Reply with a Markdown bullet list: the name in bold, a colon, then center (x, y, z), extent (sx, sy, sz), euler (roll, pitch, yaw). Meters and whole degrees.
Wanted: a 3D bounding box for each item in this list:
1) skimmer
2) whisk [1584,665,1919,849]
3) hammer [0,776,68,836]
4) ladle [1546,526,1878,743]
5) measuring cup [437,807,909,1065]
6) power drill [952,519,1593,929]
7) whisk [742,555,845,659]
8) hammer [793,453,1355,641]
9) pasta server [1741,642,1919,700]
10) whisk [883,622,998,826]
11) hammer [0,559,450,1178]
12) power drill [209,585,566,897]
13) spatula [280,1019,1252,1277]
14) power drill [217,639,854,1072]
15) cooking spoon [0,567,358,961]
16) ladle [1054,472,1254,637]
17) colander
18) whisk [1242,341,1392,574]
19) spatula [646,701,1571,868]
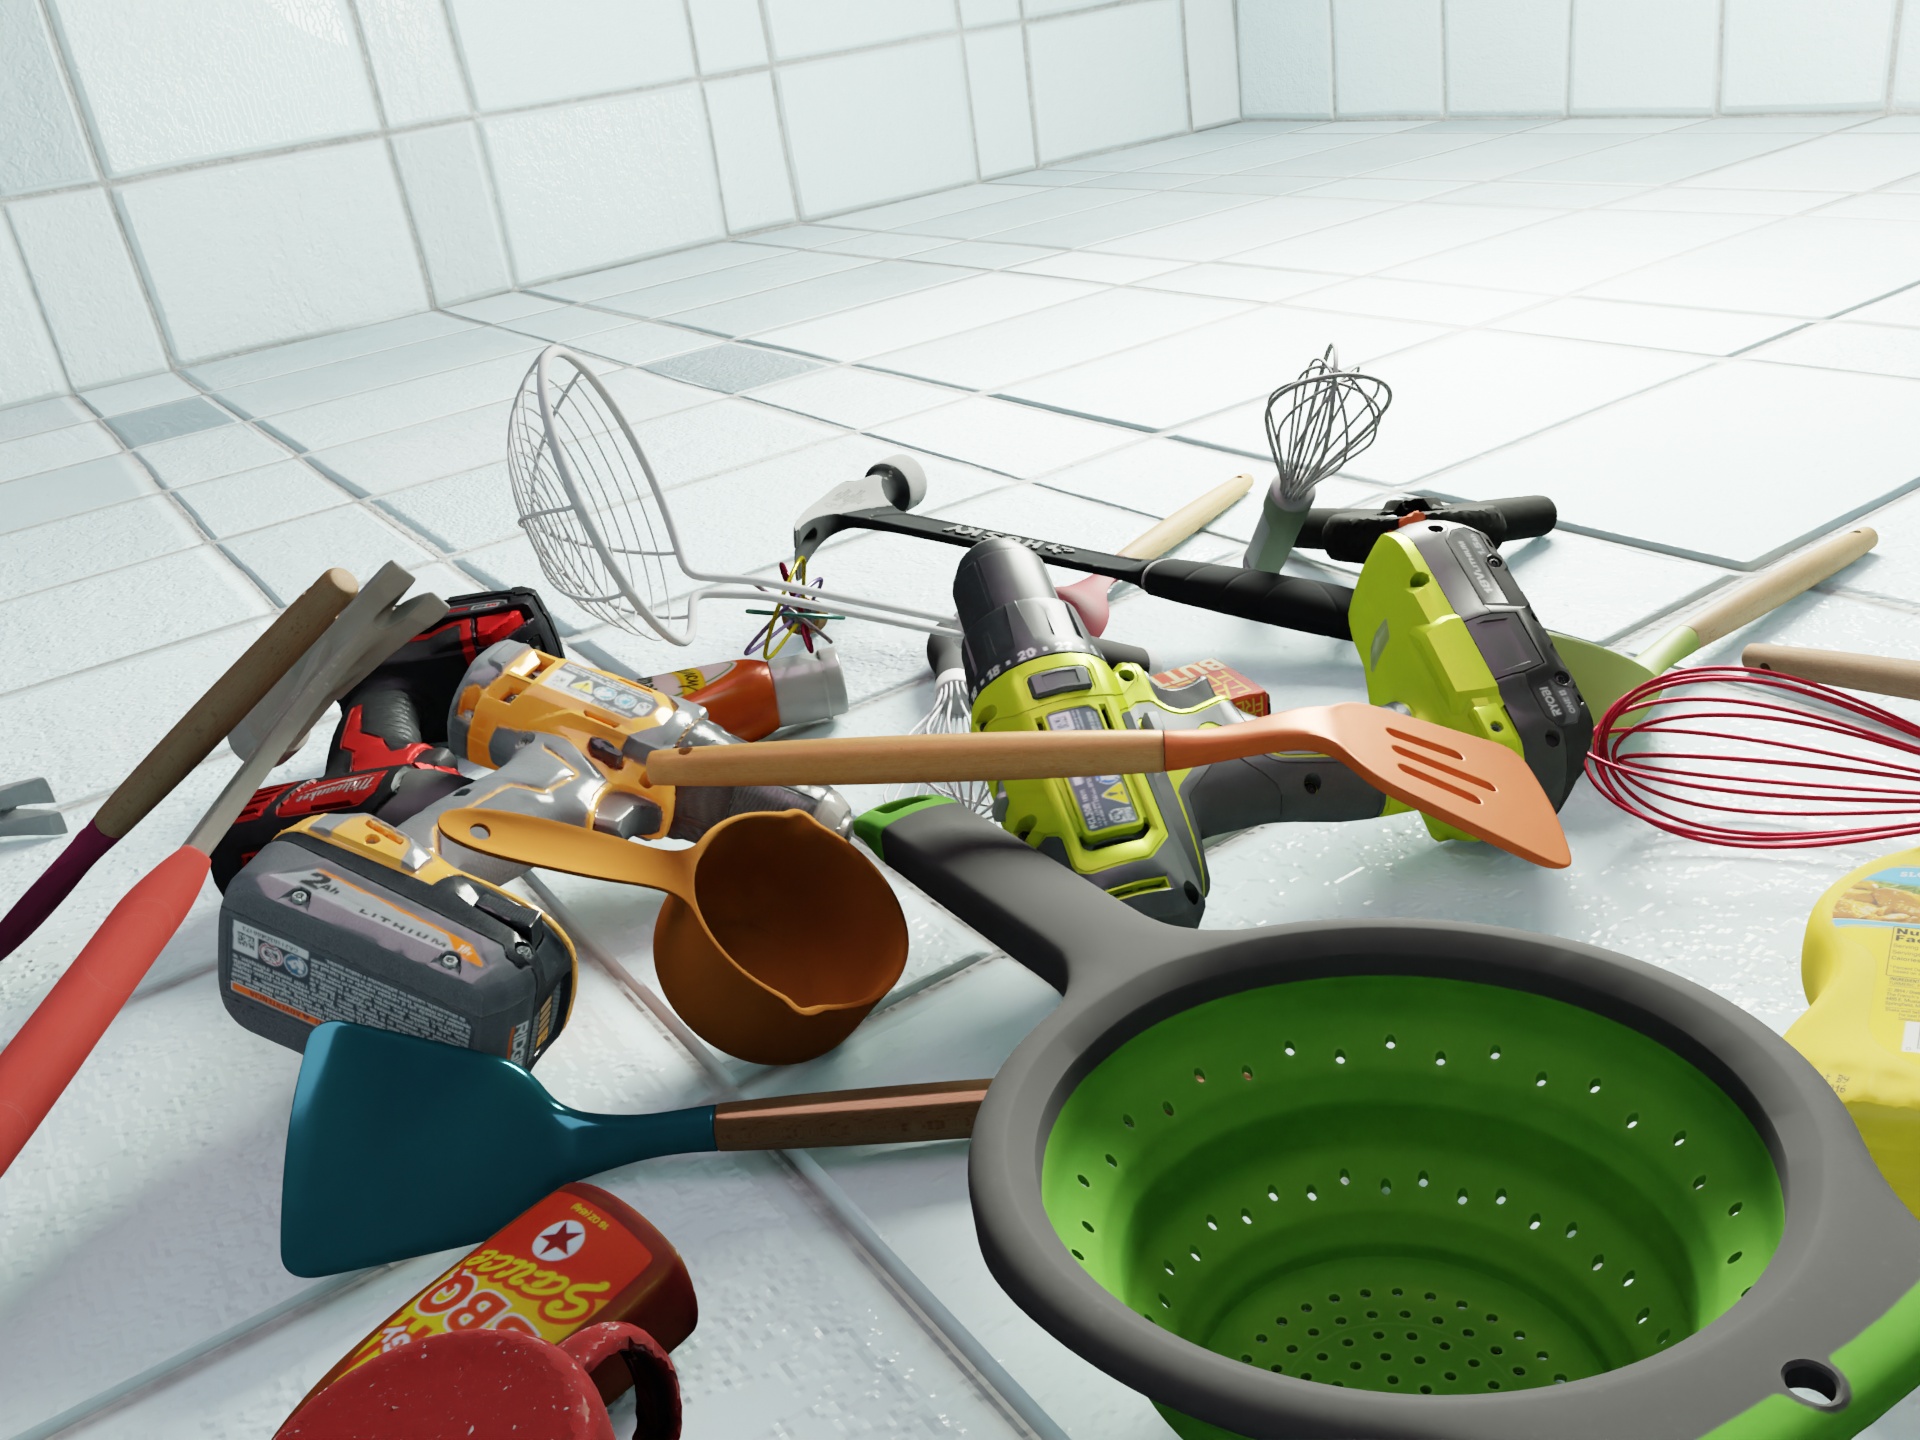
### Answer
- **skimmer**: center (-0.032, -0.069, 0.713), extent (0.363, 0.090, 0.127), euler (10, 47, -34)
- **whisk**: center (0.387, 0.027, 0.593), extent (0.296, 0.073, 0.073), euler (8, 29, 19)
- **hammer**: center (-0.497, 0.127, 0.685), extent (0.144, 0.035, 0.406), euler (-15, 26, -13)
- **ladle**: center (0.368, -0.059, 0.777), extent (0.320, 0.062, 0.078), euler (-23, 22, -32)
- **measuring cup**: center (-0.106, 0.071, 0.570), extent (0.173, 0.052, 0.095), euler (17, 39, -22)
- **power drill**: center (0.115, -0.009, 0.651), extent (0.228, 0.080, 0.191), euler (-11, 59, -11)
- **whisk**: center (-0.085, -0.060, 0.855), extent (0.051, 0.047, 0.245), euler (-8, 4, -1)
- **hammer**: center (0.092, -0.083, 0.877), extent (0.409, 0.036, 0.149), euler (15, 30, 26)
- **pasta server**: center (0.459, -0.008, 0.627), extent (0.040, 0.060, 0.316), euler (-30, 23, -21)
- **whisk**: center (-0.002, -0.003, 0.779), extent (0.070, 0.070, 0.285), euler (-8, 20, 1)
- **hammer**: center (-0.306, 0.087, 0.579), extent (0.149, 0.036, 0.359), euler (-31, 28, 36)
- **power drill**: center (-0.272, 0.015, 0.807), extent (0.143, 0.078, 0.220), euler (-8, 28, 3)
- **spatula**: center (-0.056, 0.131, 0.524), extent (0.317, 0.044, 0.082), euler (-5, 62, 1)
- **power drill**: center (-0.159, 0.058, 0.649), extent (0.185, 0.084, 0.226), euler (21, 32, 6)
- **cooking spoon**: center (-0.343, 0.031, 0.666), extent (0.319, 0.017, 0.069), euler (-36, 24, 28)
- **ladle**: center (0.113, -0.103, 0.986), extent (0.069, 0.031, 0.315), euler (12, 30, 32)
- **colander**: center (0.069, 0.116, 0.465), extent (0.204, 0.094, 0.397), euler (-17, 22, -24)
- **whisk**: center (0.175, -0.124, 0.836), extent (0.059, 0.058, 0.246), euler (-3, -16, 1)
- **spatula**: center (0.048, 0.020, 0.567), extent (0.322, 0.041, 0.081), euler (-2, 28, 6)
